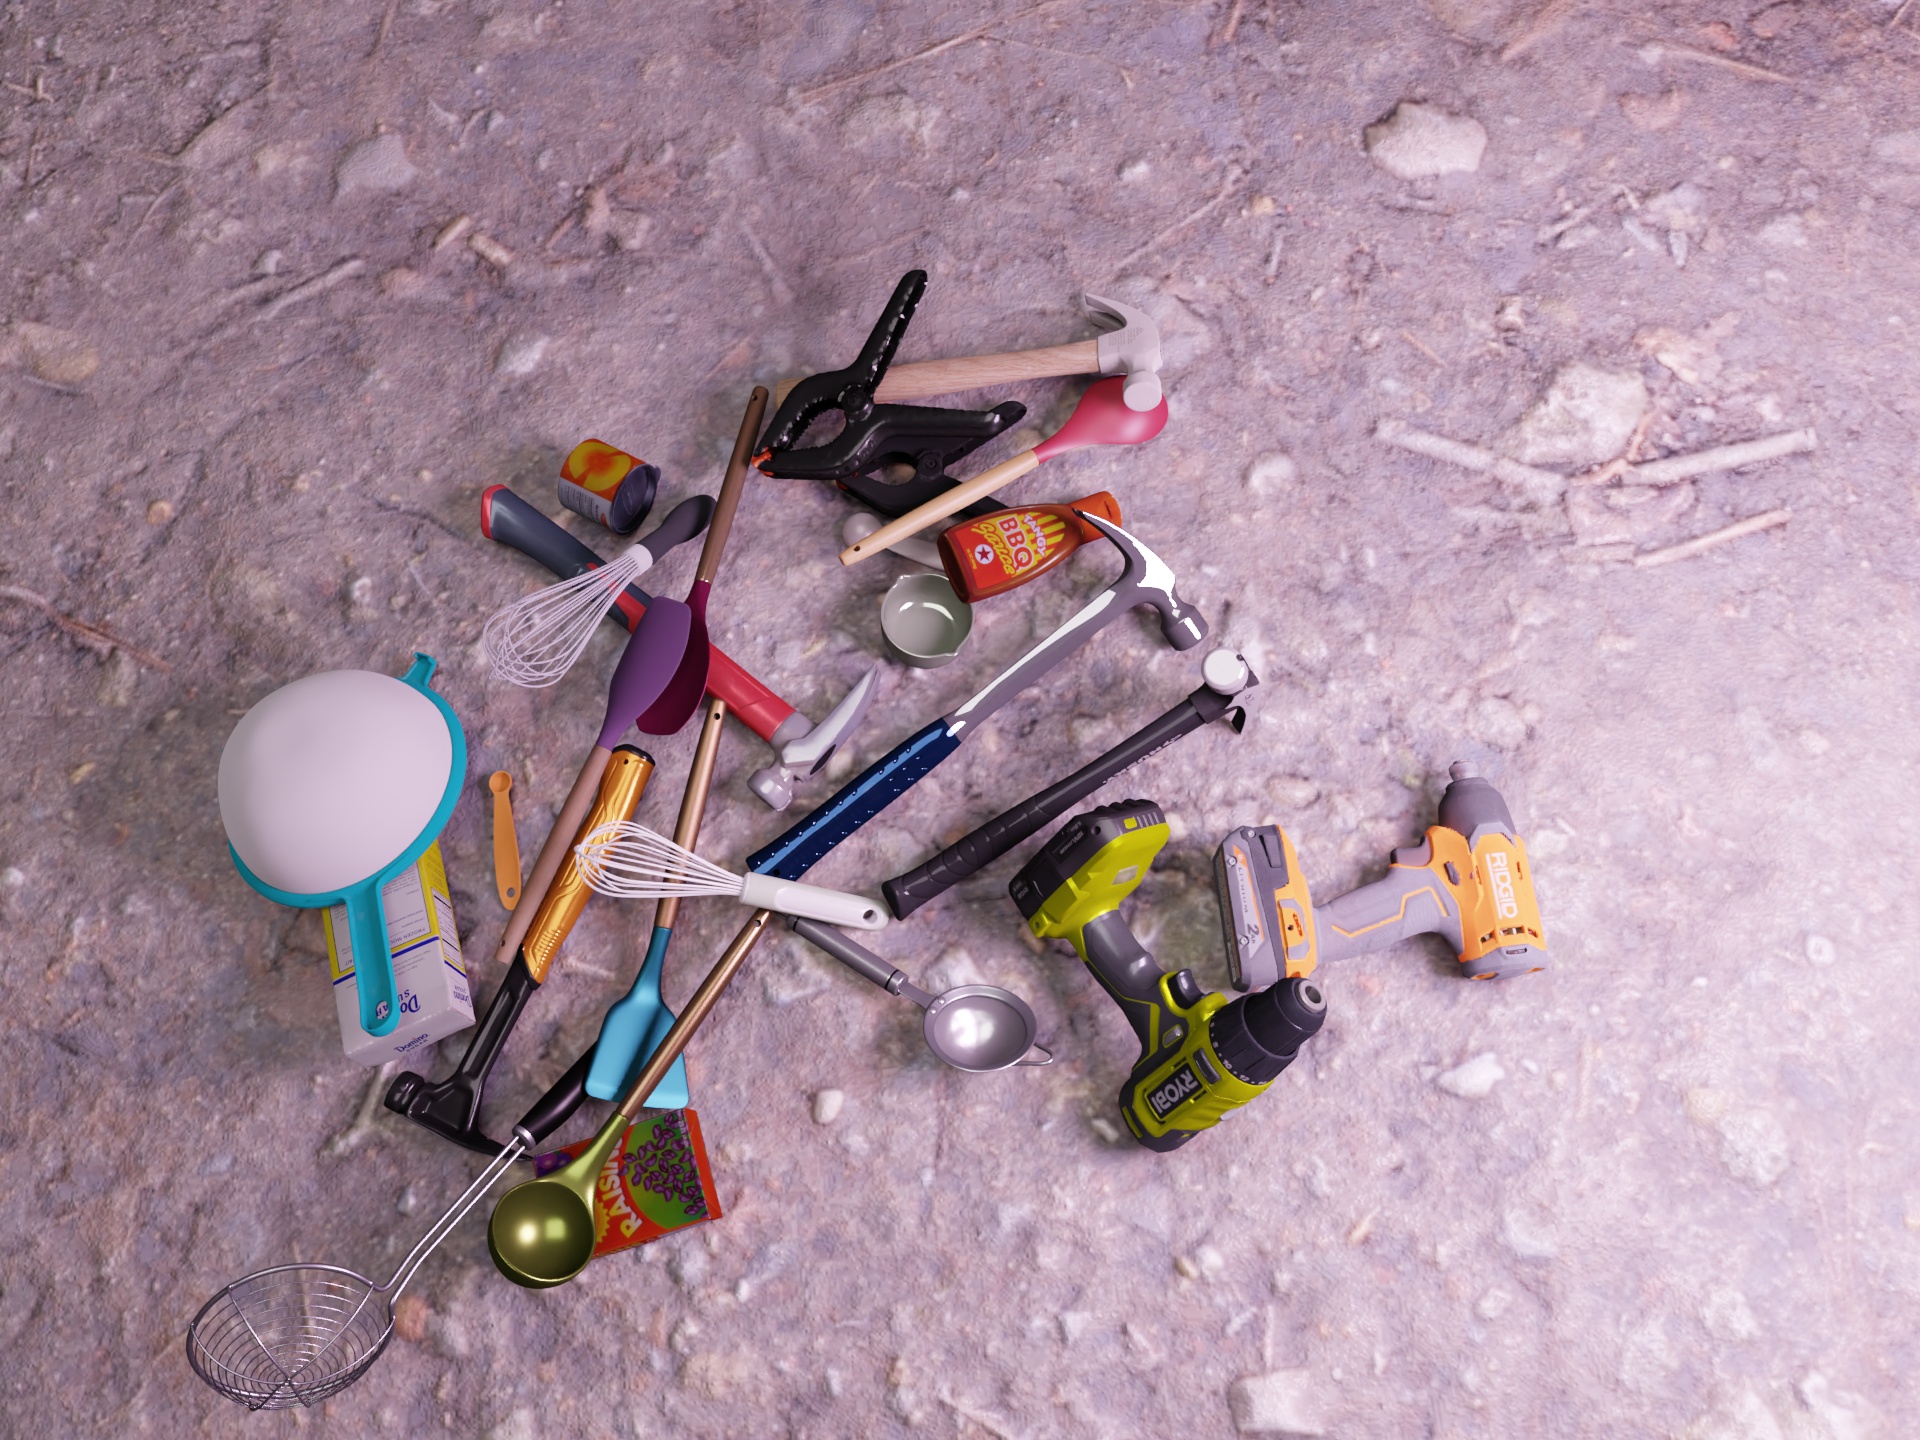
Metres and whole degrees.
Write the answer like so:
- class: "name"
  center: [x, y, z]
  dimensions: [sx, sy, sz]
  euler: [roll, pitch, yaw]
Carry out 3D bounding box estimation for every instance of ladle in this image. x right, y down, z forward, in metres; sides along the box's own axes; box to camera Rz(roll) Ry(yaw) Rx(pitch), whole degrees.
- class: "ladle"
  center: [0.038, -0.205, 1.305]
  dimensions: [0.315, 0.031, 0.069]
  euler: [-30, 72, -12]
- class: "ladle"
  center: [-0.233, 0.270, 1.175]
  dimensions: [0.078, 0.062, 0.320]
  euler: [36, 71, -5]

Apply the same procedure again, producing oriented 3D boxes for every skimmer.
- class: "skimmer"
  center: [-0.377, 0.336, 1.144]
  dimensions: [0.090, 0.127, 0.363]
  euler: [11, 42, 32]

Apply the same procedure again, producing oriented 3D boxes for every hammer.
- class: "hammer"
  center: [0.004, -0.296, 1.348]
  dimensions: [0.331, 0.031, 0.130]
  euler: [-5, 50, 11]
- class: "hammer"
  center: [0.082, 0.056, 1.217]
  dimensions: [0.335, 0.146, 0.035]
  euler: [-33, 72, 9]
- class: "hammer"
  center: [-0.248, -0.093, 1.330]
  dimensions: [0.386, 0.038, 0.143]
  euler: [37, 80, 15]
- class: "hammer"
  center: [-0.324, 0.176, 1.262]
  dimensions: [0.127, 0.034, 0.337]
  euler: [22, 77, 13]
- class: "hammer"
  center: [-0.002, -0.004, 1.255]
  dimensions: [0.405, 0.035, 0.144]
  euler: [-38, 104, -1]

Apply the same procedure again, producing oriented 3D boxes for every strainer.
- class: "strainer"
  center: [-0.041, 0.205, 1.216]
  dimensions: [0.258, 0.050, 0.087]
  euler: [29, 44, 20]
- class: "strainer"
  center: [-0.489, 0.083, 1.231]
  dimensions: [0.211, 0.095, 0.341]
  euler: [-25, 55, 0]

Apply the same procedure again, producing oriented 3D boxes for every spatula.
- class: "spatula"
  center: [-0.292, 0.046, 1.260]
  dimensions: [0.060, 0.018, 0.316]
  euler: [20, 80, 31]
- class: "spatula"
  center: [-0.221, 0.137, 1.237]
  dimensions: [0.082, 0.044, 0.317]
  euler: [15, 83, -23]

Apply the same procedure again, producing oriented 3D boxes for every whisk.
- class: "whisk"
  center: [-0.172, 0.125, 1.211]
  dimensions: [0.246, 0.059, 0.058]
  euler: [14, 94, -13]
- class: "whisk"
  center: [-0.279, -0.112, 1.269]
  dimensions: [0.070, 0.070, 0.285]
  euler: [26, 43, 13]

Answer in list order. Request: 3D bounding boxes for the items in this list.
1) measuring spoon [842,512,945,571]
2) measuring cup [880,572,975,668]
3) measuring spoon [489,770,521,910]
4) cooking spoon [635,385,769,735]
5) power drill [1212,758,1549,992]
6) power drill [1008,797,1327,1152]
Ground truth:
- class: "measuring spoon"
  center: [-0.042, -0.147, 1.331]
  dimensions: [0.124, 0.018, 0.034]
  euler: [19, 77, 11]
- class: "measuring cup"
  center: [0.010, -0.099, 1.307]
  dimensions: [0.167, 0.038, 0.083]
  euler: [-29, 73, -18]
- class: "measuring spoon"
  center: [-0.372, 0.098, 1.305]
  dimensions: [0.021, 0.011, 0.117]
  euler: [-11, 76, 7]
- class: "cooking spoon"
  center: [-0.205, -0.136, 1.310]
  dimensions: [0.069, 0.017, 0.319]
  euler: [5, 71, 26]
- class: "power drill"
  center: [0.307, 0.117, 1.181]
  dimensions: [0.226, 0.084, 0.164]
  euler: [-6, 73, 1]
- class: "power drill"
  center: [0.147, 0.172, 1.139]
  dimensions: [0.080, 0.190, 0.229]
  euler: [-10, 60, -42]
